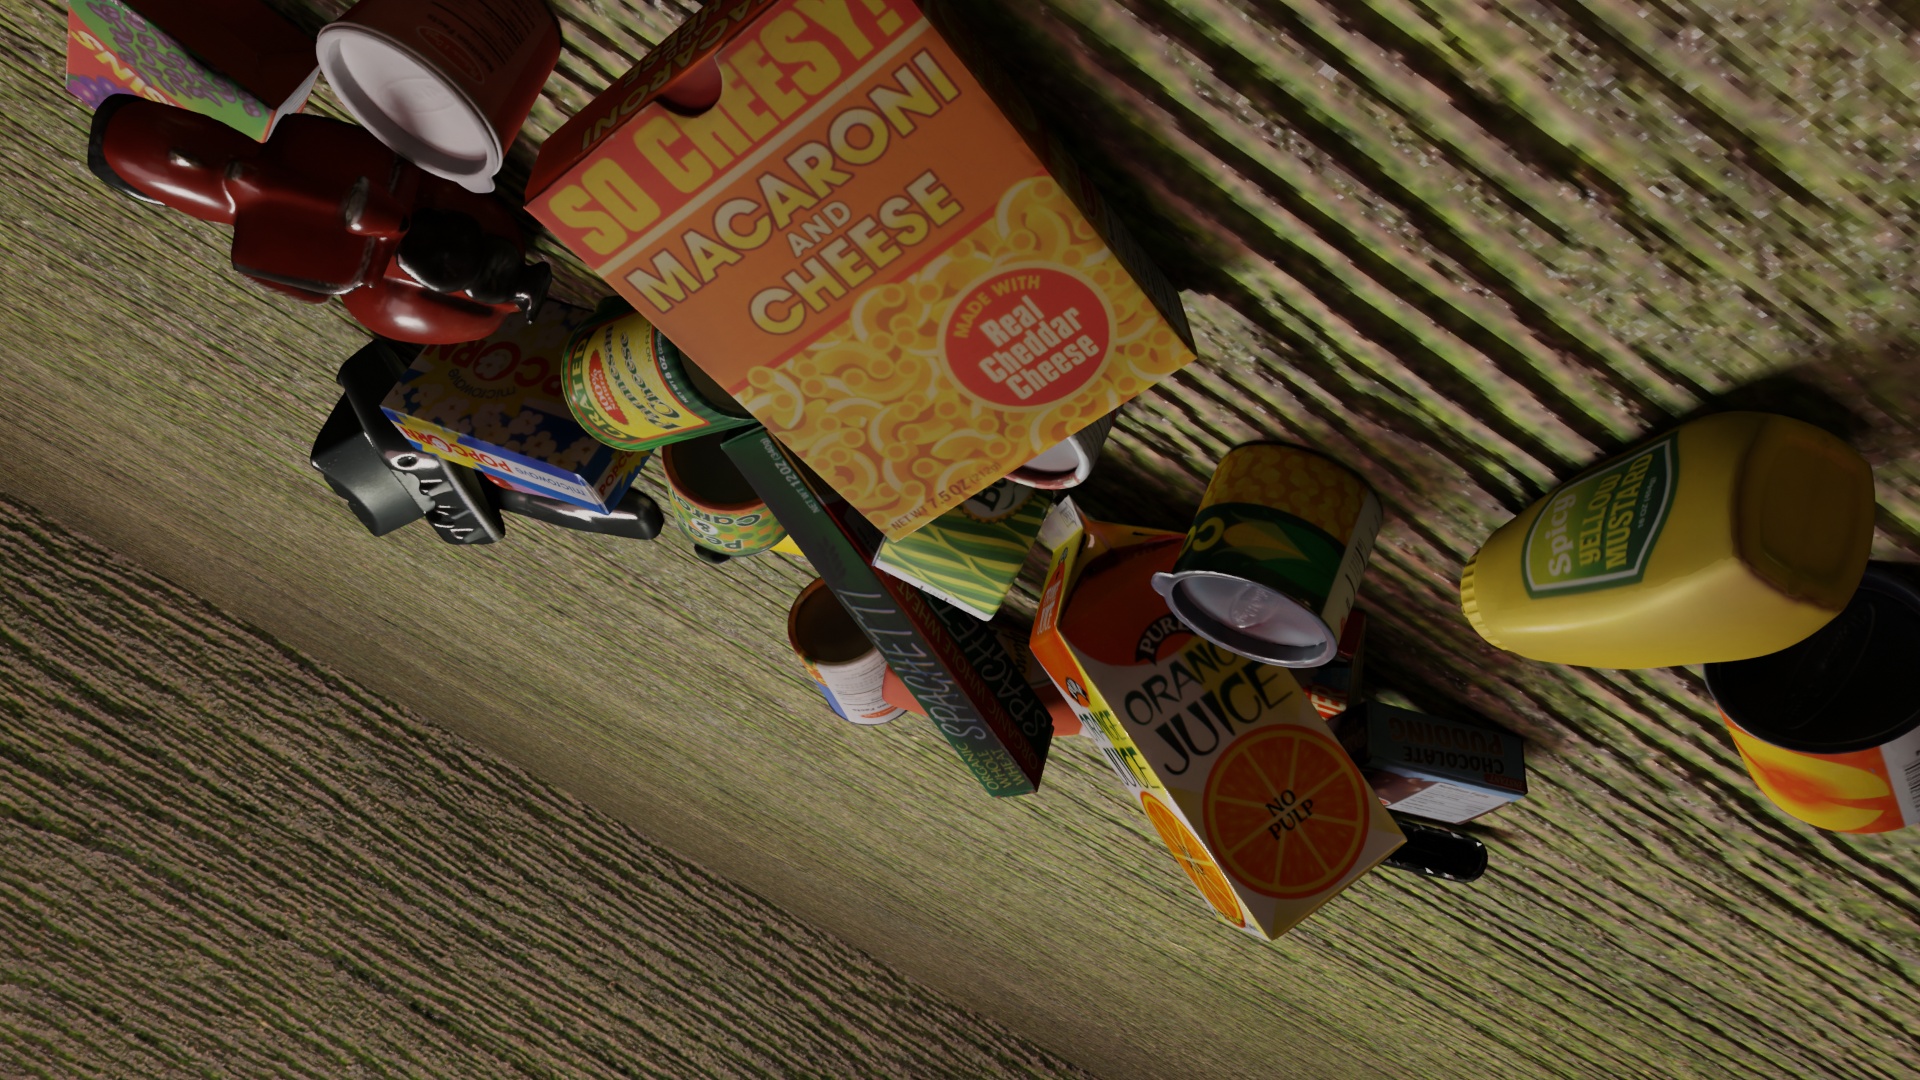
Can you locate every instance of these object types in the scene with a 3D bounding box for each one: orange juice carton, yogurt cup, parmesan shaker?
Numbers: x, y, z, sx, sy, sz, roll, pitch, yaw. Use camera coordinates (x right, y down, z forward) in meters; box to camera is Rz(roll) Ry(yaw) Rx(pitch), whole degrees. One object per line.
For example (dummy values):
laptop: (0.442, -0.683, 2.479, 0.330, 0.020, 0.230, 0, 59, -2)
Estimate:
orange juice carton: (0.093, 0.066, 0.590, 0.193, 0.073, 0.071, 56, 170, 4)
yogurt cup: (-0.174, -0.165, 0.475, 0.072, 0.054, 0.072, 23, 157, 10)
parmesan shaker: (-0.119, -0.079, 0.590, 0.071, 0.071, 0.103, 40, 154, -29)

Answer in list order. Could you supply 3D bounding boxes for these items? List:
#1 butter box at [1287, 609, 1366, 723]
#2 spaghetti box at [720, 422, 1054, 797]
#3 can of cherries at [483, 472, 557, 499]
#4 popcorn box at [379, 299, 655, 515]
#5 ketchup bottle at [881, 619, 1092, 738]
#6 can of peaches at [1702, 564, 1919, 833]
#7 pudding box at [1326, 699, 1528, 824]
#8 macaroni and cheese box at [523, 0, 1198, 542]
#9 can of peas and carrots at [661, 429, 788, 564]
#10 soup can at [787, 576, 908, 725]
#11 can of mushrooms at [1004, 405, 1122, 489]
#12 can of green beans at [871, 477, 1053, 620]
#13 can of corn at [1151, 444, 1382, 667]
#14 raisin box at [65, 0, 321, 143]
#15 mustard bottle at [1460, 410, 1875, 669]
butter box: (0.155, 0.058, 0.634, 0.053, 0.024, 0.103, 17, 155, 22)
spaghetti box: (-0.027, 0.028, 0.667, 0.028, 0.050, 0.249, -17, 124, 29)
can of cherries: (-0.218, -0.053, 0.747, 0.058, 0.072, 0.071, 9, 151, 37)
popcorn box: (-0.202, -0.070, 0.669, 0.127, 0.085, 0.038, 18, 154, 22)
ketchup bottle: (0.035, 0.080, 0.770, 0.149, 0.065, 0.043, 15, 136, 6)
can of peaches: (0.272, 0.049, 0.432, 0.071, 0.071, 0.058, 3, 148, 44)
pudding box: (0.205, 0.101, 0.627, 0.084, 0.030, 0.049, 14, 150, -14)
macaroni and cheese box: (-0.025, -0.086, 0.419, 0.123, 0.040, 0.166, -32, 127, 21)
can of peas and carrots: (-0.111, -0.031, 0.674, 0.071, 0.071, 0.058, 25, 157, 5)
soup can: (-0.062, 0.062, 0.832, 0.071, 0.071, 0.083, 18, 155, 21)
can of mushrooms: (0.023, -0.051, 0.532, 0.071, 0.033, 0.070, 22, 157, 10)
can of green beans: (0.001, -0.006, 0.611, 0.058, 0.071, 0.071, 27, 157, -1)
can of corn: (0.115, 0.005, 0.518, 0.071, 0.058, 0.071, 23, 157, 10)
raisin box: (-0.327, -0.200, 0.589, 0.086, 0.040, 0.123, 36, 155, -24)
mustard bottle: (0.200, 0.010, 0.432, 0.049, 0.065, 0.159, 26, 162, -8)
